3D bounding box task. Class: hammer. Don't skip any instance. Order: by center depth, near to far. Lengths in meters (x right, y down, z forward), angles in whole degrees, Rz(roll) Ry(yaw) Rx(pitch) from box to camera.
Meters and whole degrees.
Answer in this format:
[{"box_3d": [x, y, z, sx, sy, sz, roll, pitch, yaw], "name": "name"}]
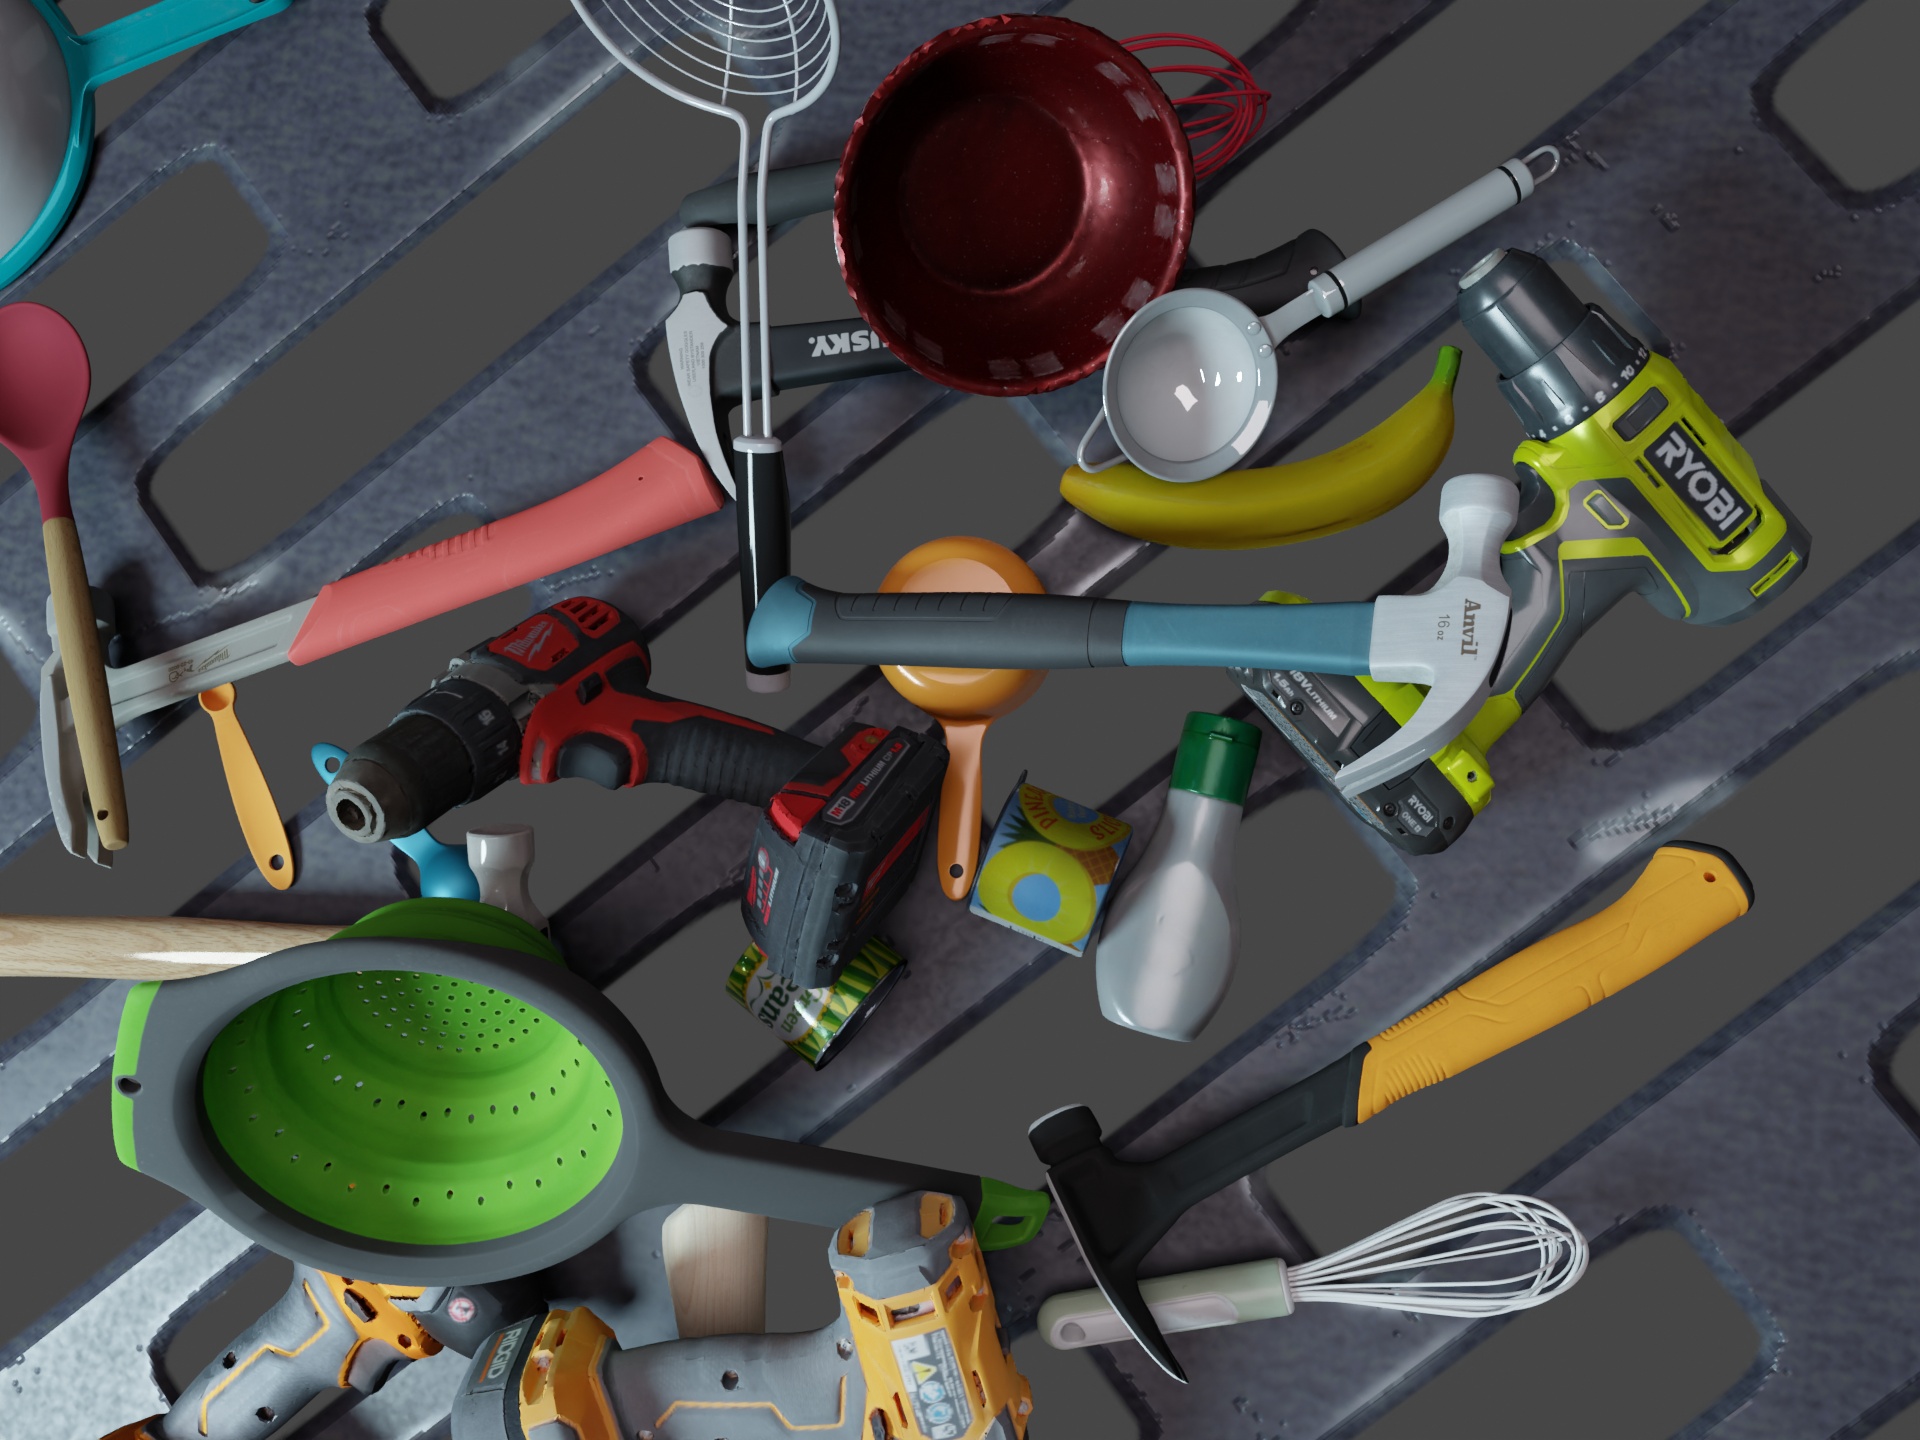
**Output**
[{"box_3d": [0.059, -0.039, 0.675, 0.331, 0.033, 0.128, 3, 75, 23], "name": "hammer"}, {"box_3d": [0.201, 0.156, 0.704, 0.337, 0.034, 0.127, -30, 58, 1], "name": "hammer"}, {"box_3d": [-0.100, 0.424, 0.736, 0.146, 0.038, 0.411, 0, 85, 6], "name": "hammer"}, {"box_3d": [0.023, -0.186, 0.774, 0.335, 0.035, 0.146, -6, 84, 7], "name": "hammer"}, {"box_3d": [-0.361, 0.117, 0.792, 0.331, 0.031, 0.130, -1, 98, 11], "name": "hammer"}, {"box_3d": [-0.288, -0.052, 0.793, 0.359, 0.036, 0.149, -19, 68, 4], "name": "hammer"}]

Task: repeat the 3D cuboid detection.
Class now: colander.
[{"box_3d": [-0.152, 0.164, 0.711, 0.397, 0.095, 0.204, 14, 121, -13], "name": "colander"}]

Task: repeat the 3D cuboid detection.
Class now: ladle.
[{"box_3d": [-0.451, -0.078, 0.803, 0.069, 0.031, 0.316, -24, 69, 5], "name": "ladle"}]

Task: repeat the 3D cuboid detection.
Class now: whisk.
[{"box_3d": [0.154, 0.253, 0.712, 0.246, 0.059, 0.057, -13, 111, 11], "name": "whisk"}, {"box_3d": [0.002, -0.275, 0.774, 0.296, 0.073, 0.073, -8, 84, 12], "name": "whisk"}]

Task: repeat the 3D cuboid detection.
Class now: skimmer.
[{"box_3d": [-0.107, -0.175, 0.690, 0.127, 0.090, 0.363, 11, 114, 24], "name": "skimmer"}]

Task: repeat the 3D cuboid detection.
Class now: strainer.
[{"box_3d": [0.159, -0.188, 0.722, 0.258, 0.050, 0.086, -31, 115, 2], "name": "strainer"}, {"box_3d": [-0.521, -0.347, 0.832, 0.340, 0.095, 0.211, -18, 83, 7], "name": "strainer"}]

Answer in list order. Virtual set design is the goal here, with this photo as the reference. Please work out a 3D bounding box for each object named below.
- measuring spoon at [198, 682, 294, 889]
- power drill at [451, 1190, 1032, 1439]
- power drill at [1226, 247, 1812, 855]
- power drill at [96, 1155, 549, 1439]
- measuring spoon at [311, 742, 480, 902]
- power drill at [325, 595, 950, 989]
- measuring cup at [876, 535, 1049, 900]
[{"box_3d": [-0.366, 0.032, 0.822, 0.021, 0.011, 0.117, -21, 86, 4], "name": "measuring spoon"}, {"box_3d": [-0.079, 0.317, 0.682, 0.226, 0.084, 0.185, -16, 100, 1], "name": "power drill"}, {"box_3d": [0.229, -0.072, 0.698, 0.228, 0.080, 0.190, -43, 97, 2], "name": "power drill"}, {"box_3d": [-0.301, 0.320, 0.752, 0.164, 0.084, 0.226, 33, 86, 9], "name": "power drill"}, {"box_3d": [-0.284, 0.055, 0.800, 0.128, 0.021, 0.042, 41, 91, 7], "name": "measuring spoon"}, {"box_3d": [-0.139, 0.030, 0.700, 0.227, 0.188, 0.080, 23, 121, 12], "name": "power drill"}, {"box_3d": [-0.001, -0.002, 0.750, 0.095, 0.052, 0.174, 2, 83, 8], "name": "measuring cup"}]
